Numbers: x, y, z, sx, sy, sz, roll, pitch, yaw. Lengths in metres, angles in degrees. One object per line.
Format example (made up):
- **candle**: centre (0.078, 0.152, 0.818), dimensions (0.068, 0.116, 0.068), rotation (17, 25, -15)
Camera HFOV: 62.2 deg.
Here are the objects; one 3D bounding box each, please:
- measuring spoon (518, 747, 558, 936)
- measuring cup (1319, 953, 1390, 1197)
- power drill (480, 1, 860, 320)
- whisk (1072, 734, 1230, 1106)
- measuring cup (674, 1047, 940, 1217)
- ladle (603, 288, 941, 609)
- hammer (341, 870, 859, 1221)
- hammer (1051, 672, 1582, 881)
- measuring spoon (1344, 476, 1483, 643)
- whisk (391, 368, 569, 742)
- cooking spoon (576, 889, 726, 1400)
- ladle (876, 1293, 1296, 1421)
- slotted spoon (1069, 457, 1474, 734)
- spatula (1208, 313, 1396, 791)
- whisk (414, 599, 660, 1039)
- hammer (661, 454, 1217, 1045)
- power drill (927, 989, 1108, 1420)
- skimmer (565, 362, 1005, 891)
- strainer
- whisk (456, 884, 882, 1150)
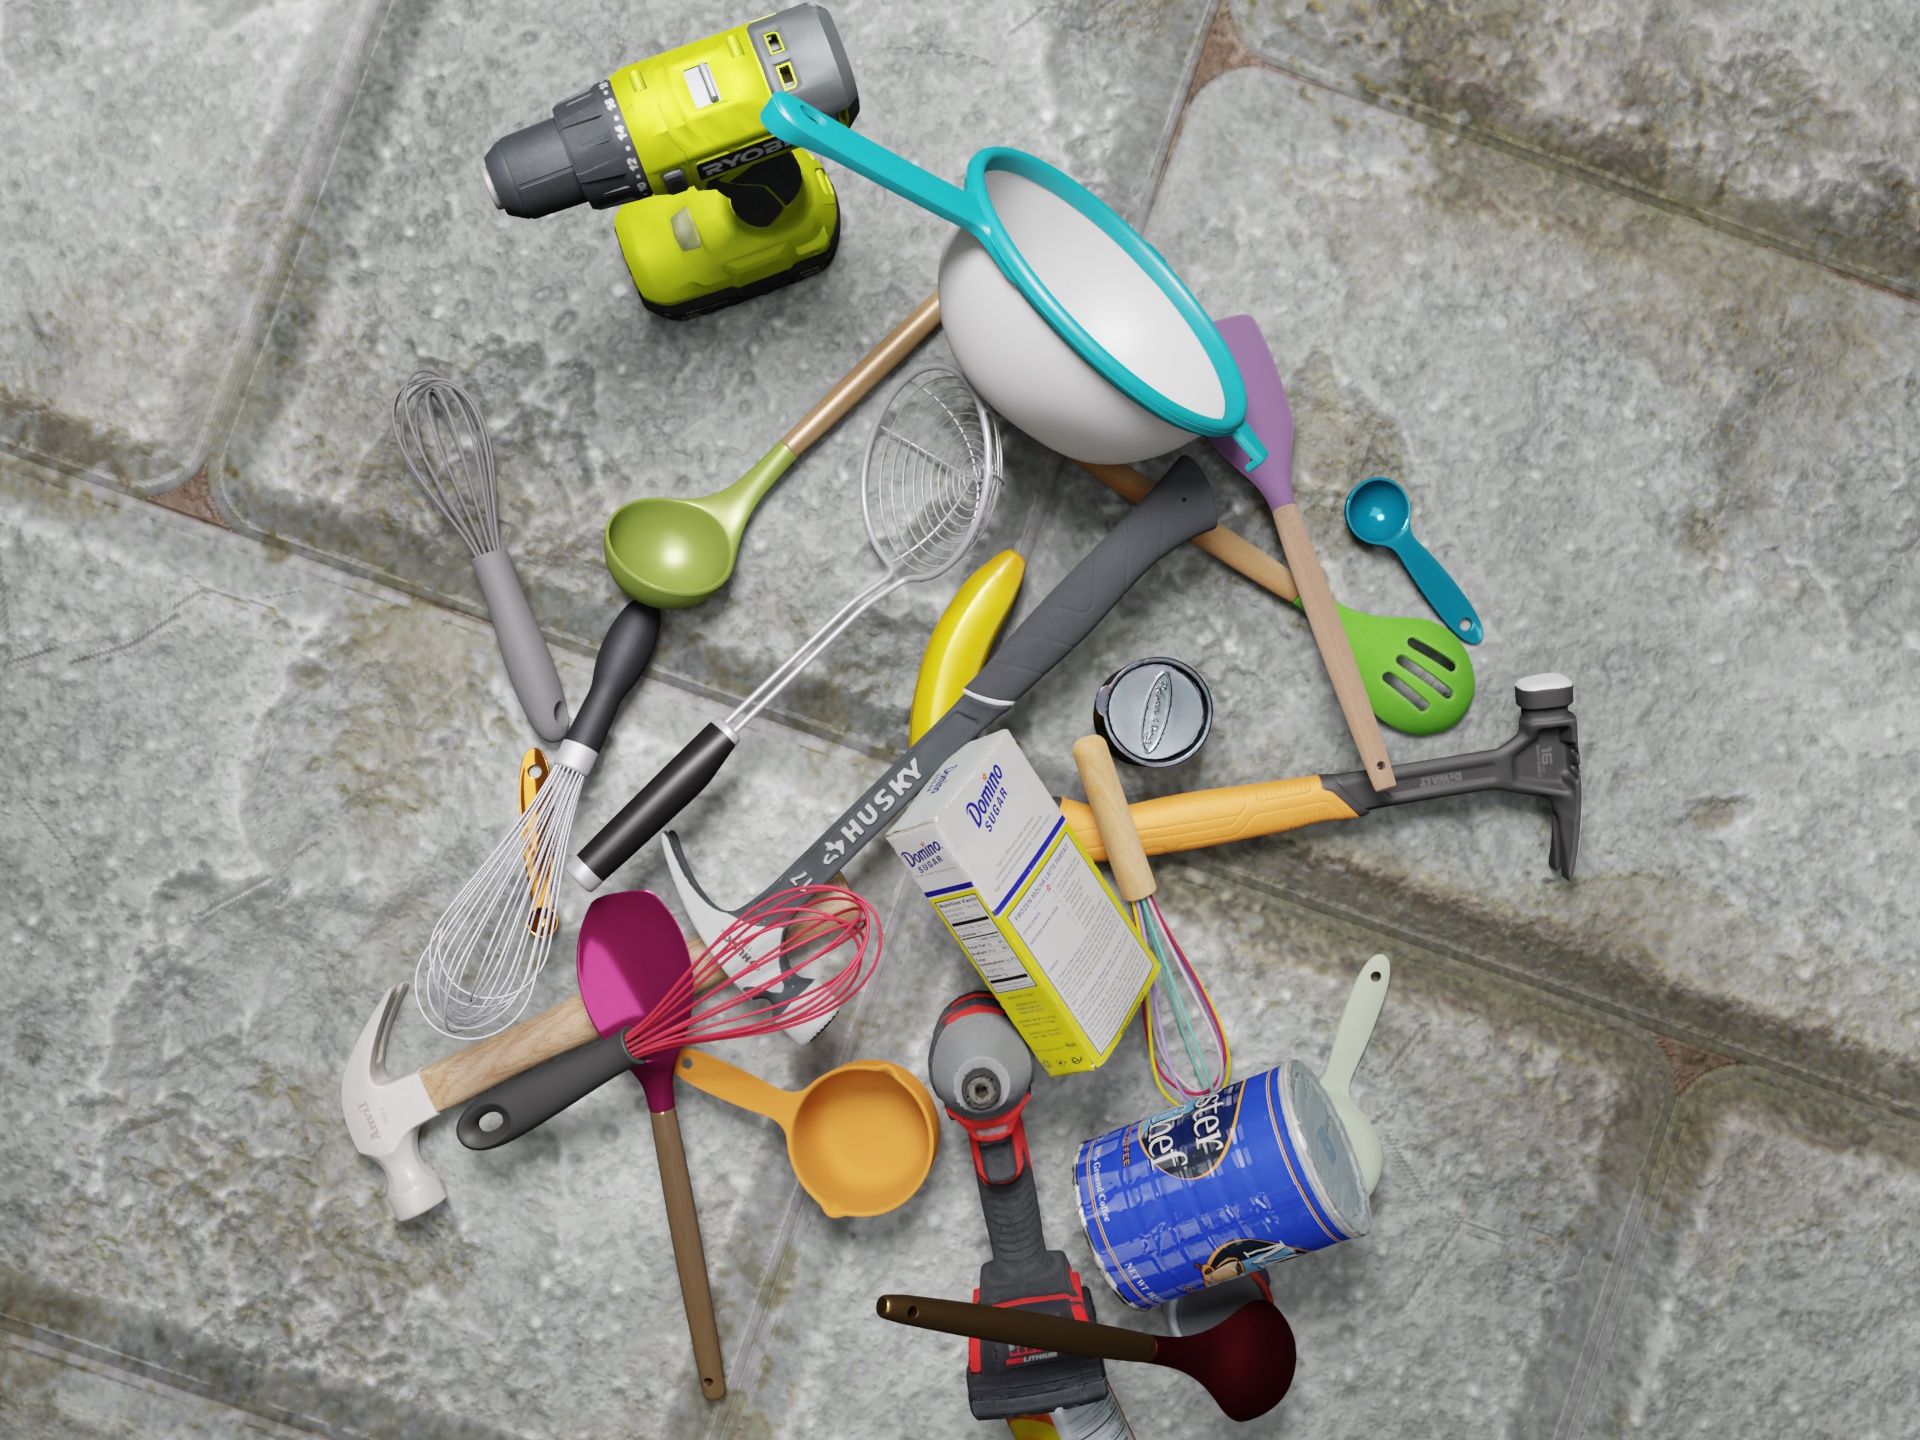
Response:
- **measuring spoon**: centre (-0.260, 0.075, 0.981), dimensions (0.021, 0.011, 0.117), rotation (-4, 85, -1)
- **measuring cup**: centre (0.236, 0.225, 0.977), dimensions (0.083, 0.038, 0.167), rotation (19, 90, -1)
- **power drill**: centre (-0.151, -0.299, 0.885), dimensions (0.190, 0.228, 0.080), rotation (-21, 89, -3)
- **whisk**: centre (0.112, 0.126, 0.954), dimensions (0.047, 0.051, 0.245), rotation (-18, 100, 10)
- **measuring cup**: centre (-0.094, 0.233, 0.963), dimensions (0.173, 0.052, 0.095), rotation (21, 89, 11)
- **ladle**: centre (-0.088, -0.188, 0.972), dimensions (0.320, 0.062, 0.078), rotation (-45, 79, -5)
- **hammer**: centre (-0.218, 0.173, 0.967), dimensions (0.331, 0.031, 0.130), rotation (-26, 90, -3)
- **hammer**: centre (0.211, 0.057, 0.977), dimensions (0.337, 0.034, 0.127), rotation (-8, 103, 1)
- **measuring spoon**: centre (0.286, -0.098, 1.004), dimensions (0.042, 0.021, 0.128), rotation (-41, 99, -3)
- **whisk**: centre (-0.287, -0.099, 0.967), dimensions (0.055, 0.055, 0.239), rotation (-20, 93, -3)
- **cooking spoon**: centre (-0.174, 0.256, 0.951), dimensions (0.069, 0.017, 0.319), rotation (-8, 97, 3)
- **ladle**: centre (0.082, 0.336, 0.862), dimensions (0.315, 0.031, 0.069), rotation (23, 73, -33)
- **slotted spoon**: centre (0.188, -0.092, 0.993), dimensions (0.314, 0.031, 0.070), rotation (34, 91, 1)
- **spatula**: centre (0.204, -0.106, 0.972), dimensions (0.060, 0.018, 0.316), rotation (-17, 76, -1)
- **whisk**: centre (-0.243, 0.052, 0.942), dimensions (0.070, 0.070, 0.285), rotation (21, 74, -1)
- **hammer**: centre (-0.001, -0.003, 0.941), dimensions (0.149, 0.036, 0.409), rotation (45, 89, 3)
- **power drill**: centre (0.027, 0.274, 0.918), dimensions (0.078, 0.143, 0.219), rotation (-10, 91, 1)
- **skimmer**: centre (-0.109, -0.054, 0.926), dimensions (0.363, 0.127, 0.090), rotation (-46, 132, -10)
- **strainer**: centre (0.013, -0.232, 0.871), dimensions (0.095, 0.340, 0.211), rotation (-43, 50, 32)
- **whisk**: centre (-0.170, 0.175, 0.902), dimensions (0.296, 0.073, 0.073), rotation (-30, 89, 14)
